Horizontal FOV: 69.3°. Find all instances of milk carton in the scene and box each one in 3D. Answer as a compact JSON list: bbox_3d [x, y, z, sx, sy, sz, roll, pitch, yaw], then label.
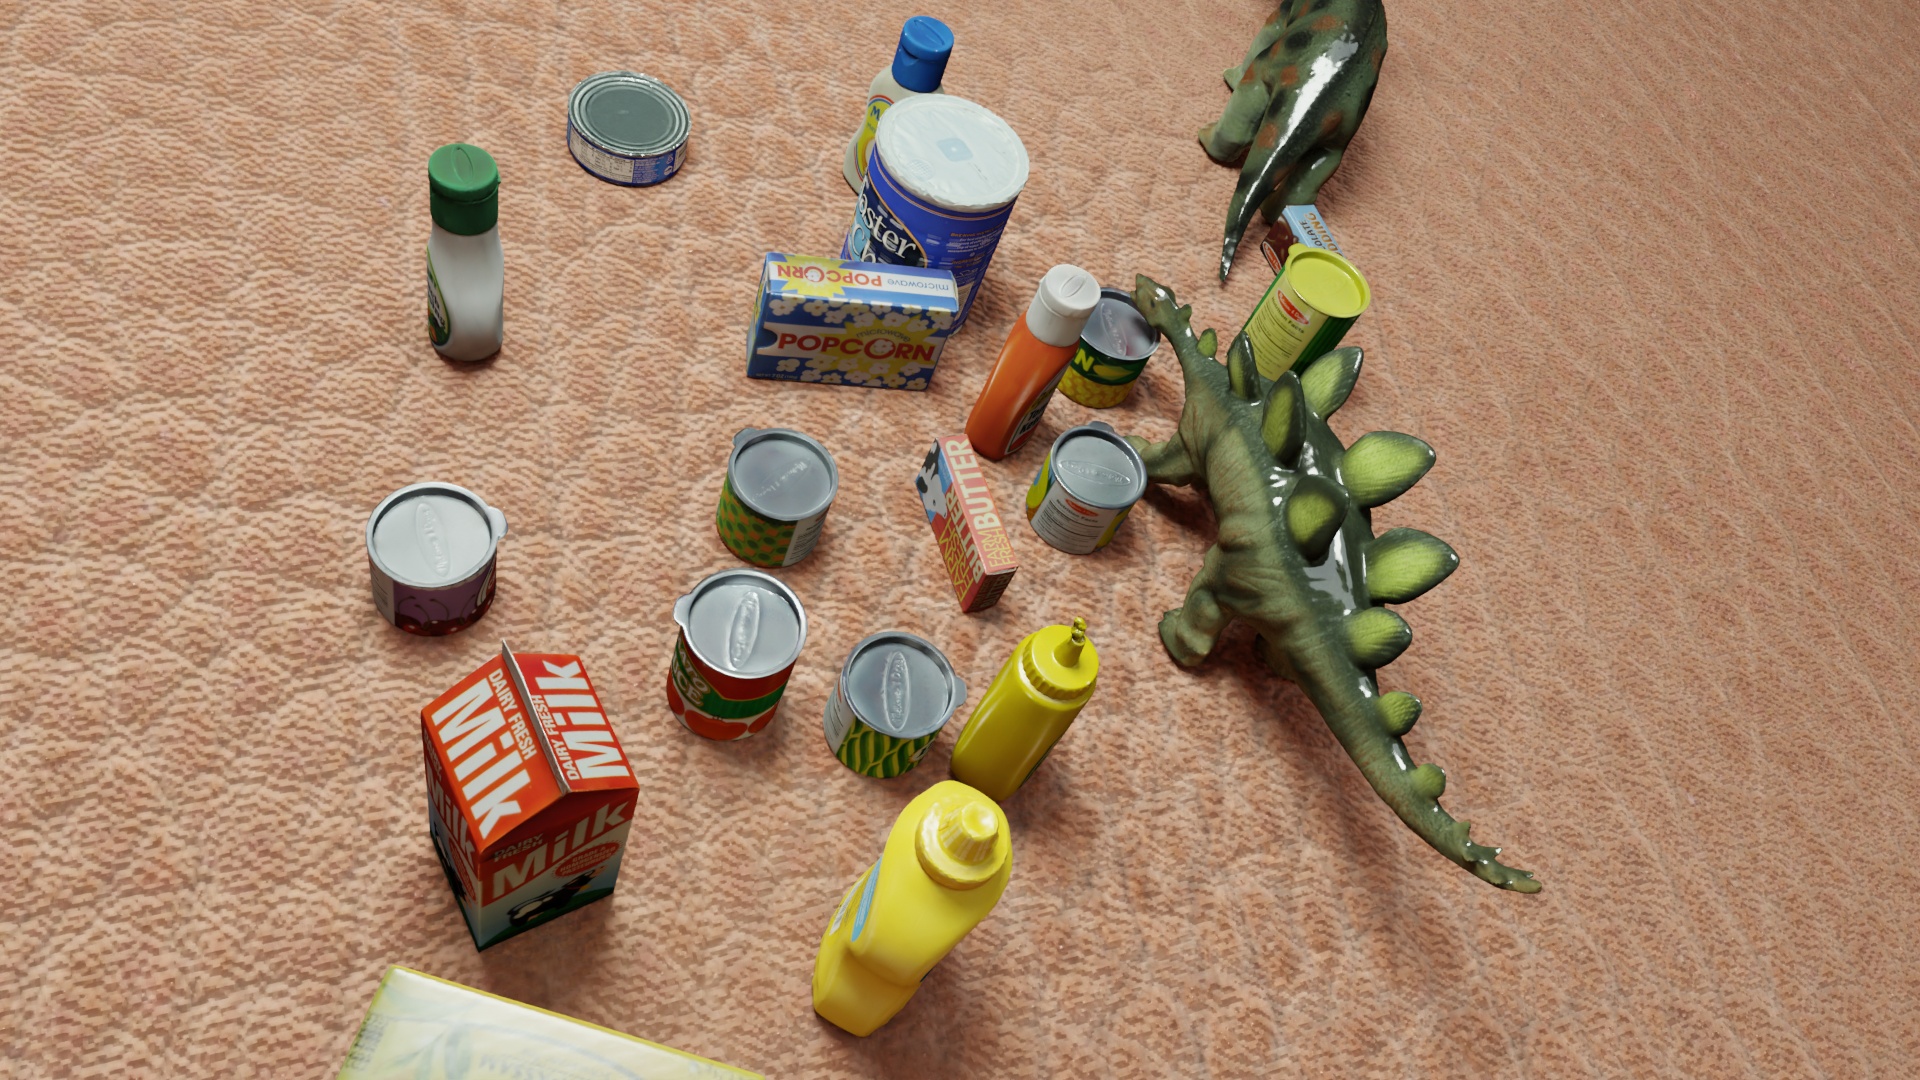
[{"bbox_3d":[-0.198,0.117,0.636,0.074,0.189,0.072,-20,66,-29],"label":"milk carton"}]

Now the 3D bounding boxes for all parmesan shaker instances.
[{"bbox_3d":[0.246,-0.159,1.028,0.071,0.102,0.071,9,55,-13],"label":"parmesan shaker"}]

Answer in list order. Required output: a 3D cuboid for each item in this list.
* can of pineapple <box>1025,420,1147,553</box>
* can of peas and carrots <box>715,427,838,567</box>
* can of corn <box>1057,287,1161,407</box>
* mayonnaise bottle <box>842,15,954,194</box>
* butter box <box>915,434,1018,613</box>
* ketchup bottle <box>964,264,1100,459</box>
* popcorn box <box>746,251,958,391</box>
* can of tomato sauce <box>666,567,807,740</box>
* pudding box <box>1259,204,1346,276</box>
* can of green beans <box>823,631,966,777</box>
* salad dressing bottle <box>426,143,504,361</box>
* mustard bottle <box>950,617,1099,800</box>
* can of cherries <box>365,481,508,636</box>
[{"bbox_3d":[0.083,-0.034,0.916,0.071,0.057,0.071,9,55,-13],"label":"can of pineapple"},{"bbox_3d":[-0.114,-0.027,0.843,0.071,0.058,0.071,9,55,-13],"label":"can of peas and carrots"},{"bbox_3d":[0.099,-0.137,0.990,0.071,0.058,0.071,9,55,-13],"label":"can of corn"},{"bbox_3d":[-0.042,-0.305,0.998,0.065,0.147,0.041,44,55,12],"label":"mayonnaise bottle"},{"bbox_3d":[0.003,-0.011,0.876,0.024,0.052,0.104,-8,61,-23],"label":"butter box"},{"bbox_3d":[0.047,-0.116,0.903,0.043,0.148,0.065,37,54,7],"label":"ketchup bottle"},{"bbox_3d":[-0.073,-0.143,0.918,0.127,0.084,0.038,3,57,-17],"label":"popcorn box"},{"bbox_3d":[-0.126,0.064,0.763,0.071,0.082,0.071,9,55,-13],"label":"can of tomato sauce"},{"bbox_3d":[0.279,-0.223,1.115,0.030,0.049,0.084,-10,61,-24],"label":"pudding box"},{"bbox_3d":[-0.041,0.094,0.788,0.071,0.057,0.071,9,55,-13],"label":"can of green beans"},{"bbox_3d":[-0.293,-0.168,0.820,0.044,0.147,0.064,-10,62,-24],"label":"salad dressing bottle"},{"bbox_3d":[0.040,0.087,0.757,0.049,0.159,0.065,33,54,4],"label":"mustard bottle"},{"bbox_3d":[-0.285,0.011,0.759,0.071,0.058,0.072,9,55,-13],"label":"can of cherries"}]
